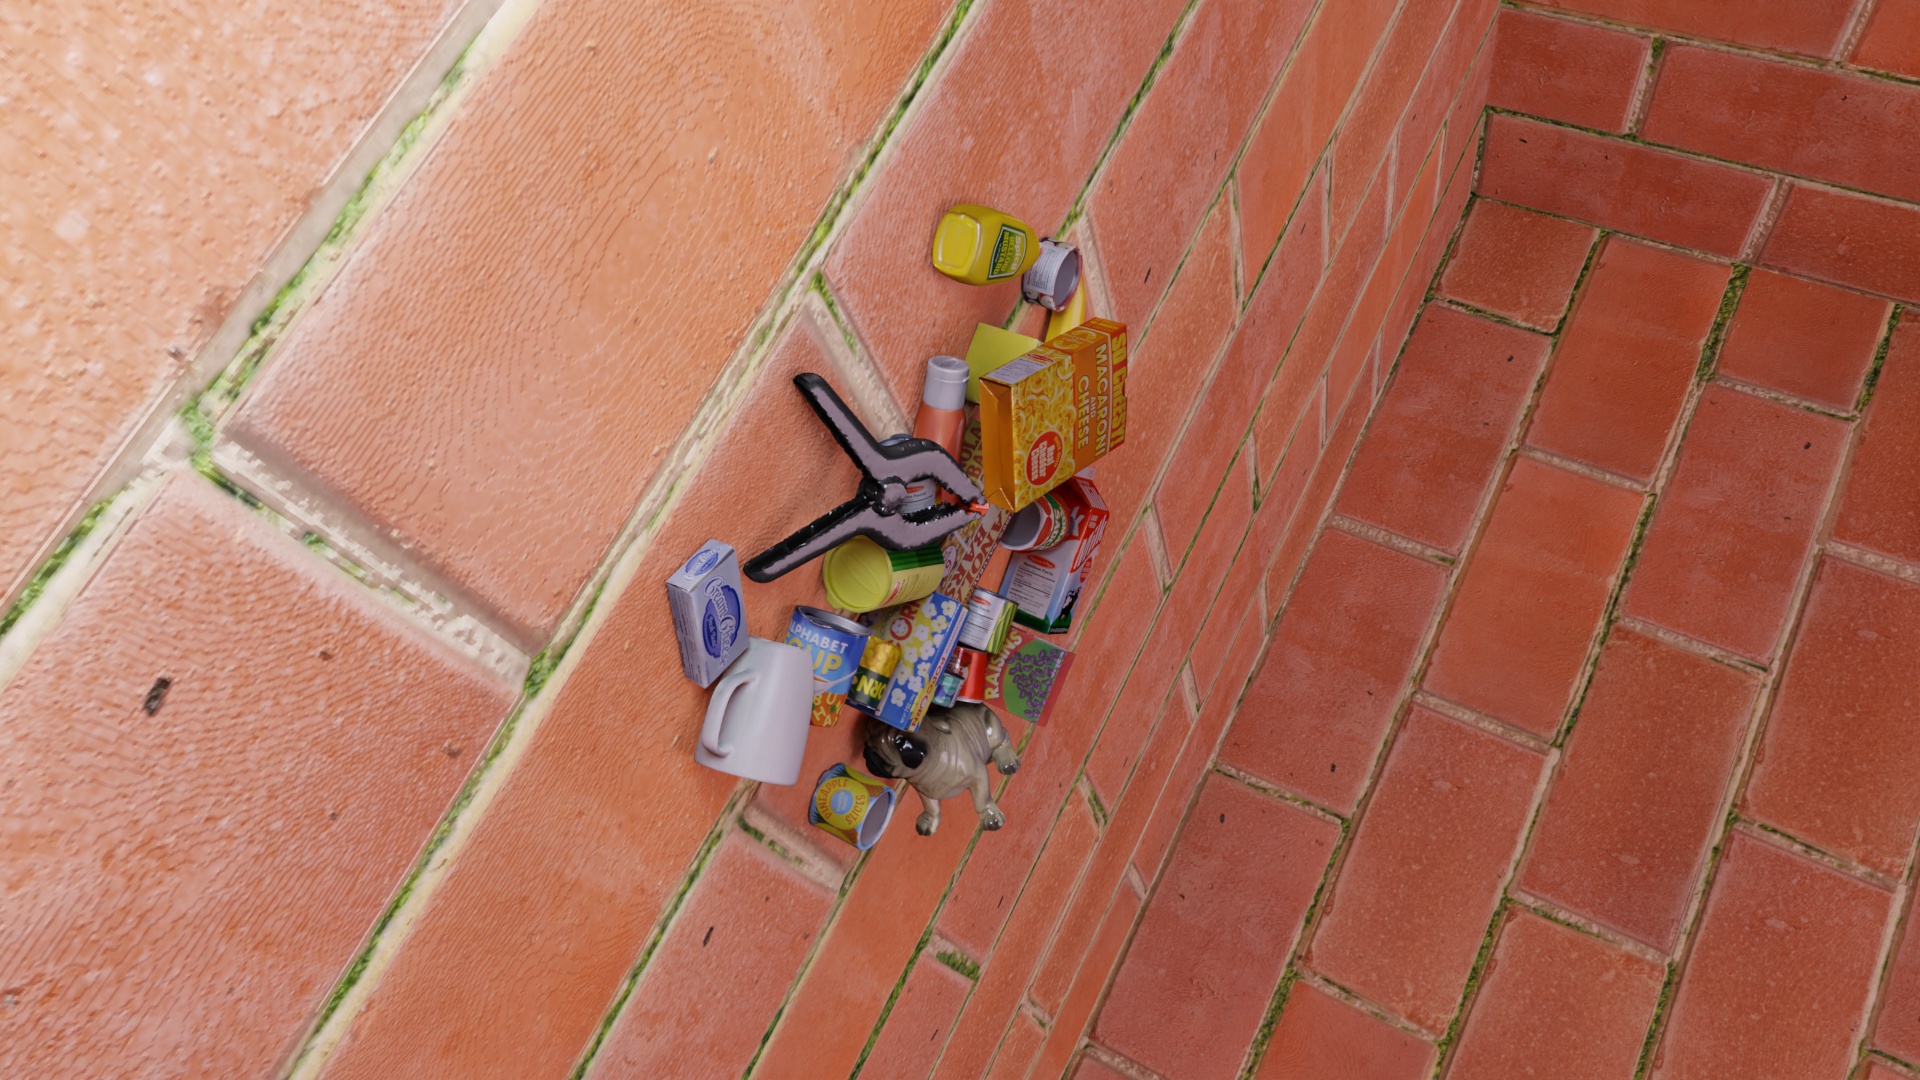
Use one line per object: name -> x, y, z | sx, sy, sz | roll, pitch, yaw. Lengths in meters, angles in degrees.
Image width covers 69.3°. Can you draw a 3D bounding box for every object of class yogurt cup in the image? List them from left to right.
yogurt cup -> -0.005, 0.136, 1.443 | 0.072, 0.072, 0.054 | 17, 86, -68

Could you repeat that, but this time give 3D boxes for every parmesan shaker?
parmesan shaker -> -0.067, 0.026, 1.201 | 0.103, 0.071, 0.071 | -9, 118, -65

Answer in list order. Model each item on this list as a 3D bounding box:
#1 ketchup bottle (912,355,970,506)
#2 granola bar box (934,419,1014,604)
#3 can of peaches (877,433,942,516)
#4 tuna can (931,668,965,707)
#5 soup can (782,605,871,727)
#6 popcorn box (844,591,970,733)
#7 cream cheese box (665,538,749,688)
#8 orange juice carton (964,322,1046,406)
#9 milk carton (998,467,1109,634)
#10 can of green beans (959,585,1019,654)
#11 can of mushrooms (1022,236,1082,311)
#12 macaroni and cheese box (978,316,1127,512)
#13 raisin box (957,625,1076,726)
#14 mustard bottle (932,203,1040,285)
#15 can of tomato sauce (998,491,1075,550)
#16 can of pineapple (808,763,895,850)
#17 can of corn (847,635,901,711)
ketchup bottle -> -0.020, -0.088, 1.230 | 0.065, 0.043, 0.148 | -43, 147, -58
granola bar box -> 0.005, -0.017, 1.356 | 0.166, 0.039, 0.124 | -62, 157, -15
can of peaches -> -0.048, -0.048, 1.176 | 0.071, 0.071, 0.057 | -46, 148, -43
tuna can -> -0.034, 0.138, 1.379 | 0.033, 0.071, 0.071 | -67, 158, -1
soup can -> -0.120, 0.104, 1.146 | 0.071, 0.071, 0.083 | 11, 100, -67
popcorn box -> -0.056, 0.101, 1.264 | 0.127, 0.085, 0.038 | -66, 159, -7
cream cheese box -> -0.183, 0.054, 1.014 | 0.054, 0.024, 0.103 | -49, 151, -40
orange juice carton -> 0.084, -0.141, 1.327 | 0.193, 0.072, 0.073 | 15, 96, -54
milk carton -> 0.110, 0.006, 1.571 | 0.072, 0.073, 0.190 | 7, 103, -67
can of green beans -> 0.020, 0.080, 1.444 | 0.058, 0.071, 0.071 | -68, 158, 0
can of mushrooms -> 0.090, -0.257, 1.342 | 0.071, 0.033, 0.070 | -48, 149, -41
macaroni and cheese box -> 0.087, -0.115, 1.247 | 0.167, 0.040, 0.123 | -32, 131, -38
raisin box -> 0.049, 0.135, 1.483 | 0.086, 0.123, 0.040 | -68, 157, -1
mustard bottle -> 0.032, -0.253, 1.192 | 0.161, 0.049, 0.065 | -20, 130, -61
can of tomato sauce -> 0.074, -0.021, 1.468 | 0.083, 0.071, 0.071 | 0, 110, -66
can of pineapple -> -0.104, 0.255, 1.330 | 0.071, 0.058, 0.070 | -48, 150, -39
can of corn -> -0.090, 0.110, 1.214 | 0.058, 0.071, 0.071 | -66, 158, -6
